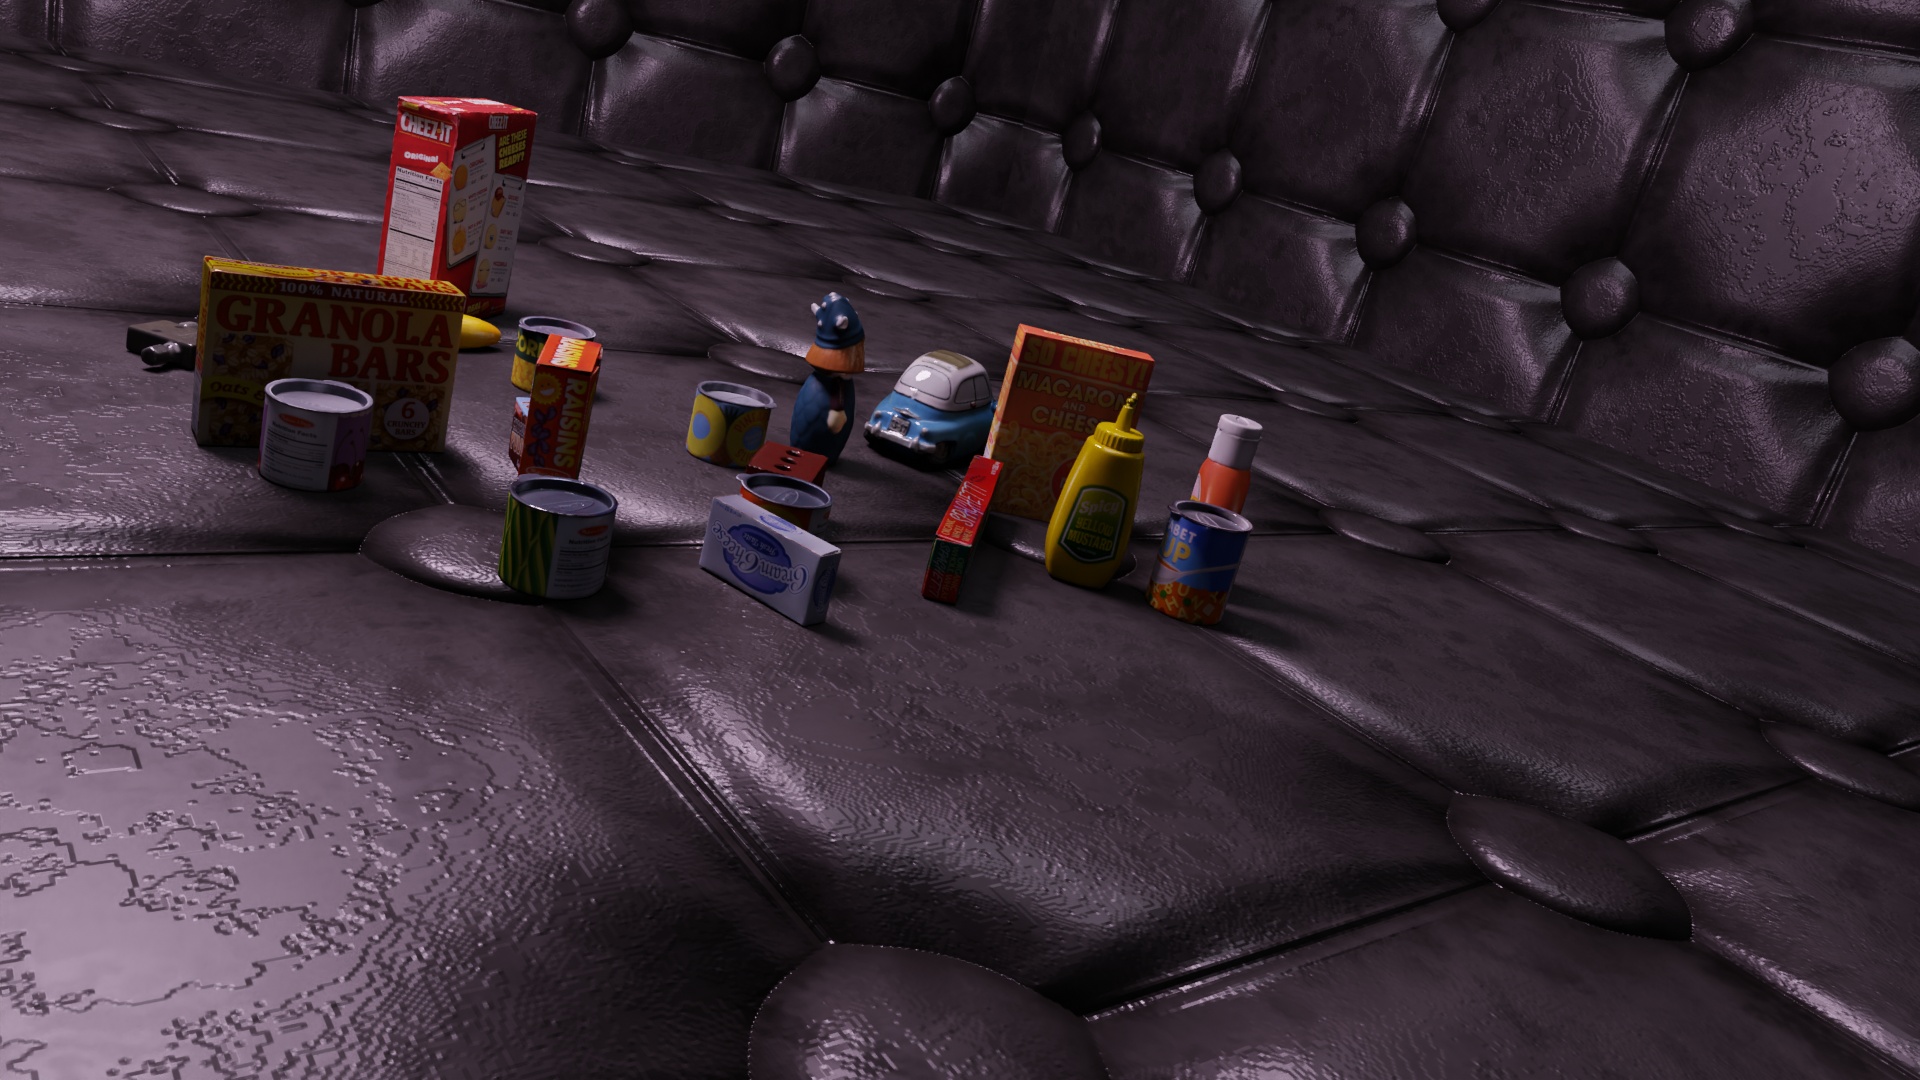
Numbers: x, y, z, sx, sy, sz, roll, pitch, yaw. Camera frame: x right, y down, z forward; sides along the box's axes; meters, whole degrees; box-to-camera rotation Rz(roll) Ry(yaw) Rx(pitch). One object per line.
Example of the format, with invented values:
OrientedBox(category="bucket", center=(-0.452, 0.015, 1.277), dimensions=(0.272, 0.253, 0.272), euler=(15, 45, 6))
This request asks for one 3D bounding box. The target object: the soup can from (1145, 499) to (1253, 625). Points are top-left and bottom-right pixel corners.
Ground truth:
OrientedBox(category="soup can", center=(0.189, 0.017, 1.121), dimensions=(0.071, 0.083, 0.071), euler=(14, 18, -4))

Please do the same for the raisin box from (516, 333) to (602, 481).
OrientedBox(category="raisin box", center=(-0.277, -0.071, 0.952), dimensions=(0.040, 0.123, 0.086), euler=(11, 19, -13))

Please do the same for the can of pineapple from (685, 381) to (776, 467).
OrientedBox(category="can of pineapple", center=(-0.198, -0.100, 1.200), dimensions=(0.071, 0.057, 0.071), euler=(14, 18, -4))

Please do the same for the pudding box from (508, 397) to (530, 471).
OrientedBox(category="pudding box", center=(-0.314, -0.072, 1.043), dimensions=(0.030, 0.049, 0.084), euler=(4, 21, -31))

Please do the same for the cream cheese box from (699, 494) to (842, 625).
OrientedBox(category="cream cheese box", center=(-0.129, 0.012, 0.936), dimensions=(0.104, 0.053, 0.024), euler=(26, 21, 30))

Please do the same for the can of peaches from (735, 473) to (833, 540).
OrientedBox(category="can of peaches", center=(-0.132, -0.010, 0.993), dimensions=(0.071, 0.058, 0.071), euler=(14, 18, -4))

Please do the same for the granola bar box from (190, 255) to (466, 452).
OrientedBox(category="granola bar box", center=(-0.448, -0.128, 0.986), dimensions=(0.166, 0.123, 0.039), euler=(0, 23, -39))

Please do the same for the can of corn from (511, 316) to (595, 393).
OrientedBox(category="can of corn", center=(-0.371, -0.166, 1.256), dimensions=(0.071, 0.058, 0.071), euler=(14, 18, -4))

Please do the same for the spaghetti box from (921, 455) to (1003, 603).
OrientedBox(category="spaghetti box", center=(0.004, -0.014, 1.120), dimensions=(0.029, 0.050, 0.251), euler=(16, 18, 2))

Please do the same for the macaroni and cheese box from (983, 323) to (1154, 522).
OrientedBox(category="macaroni and cheese box", center=(0.092, -0.100, 1.255), dimensions=(0.124, 0.165, 0.040), euler=(12, 18, -10))

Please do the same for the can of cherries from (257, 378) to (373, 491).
OrientedBox(category="can of cherries", center=(-0.433, -0.072, 0.936), dimensions=(0.071, 0.058, 0.072), euler=(14, 18, -4))

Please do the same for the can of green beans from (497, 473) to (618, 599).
OrientedBox(category="can of green beans", center=(-0.254, -0.002, 0.874), dimensions=(0.071, 0.057, 0.071), euler=(14, 18, -4))

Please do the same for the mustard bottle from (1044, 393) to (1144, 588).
OrientedBox(category="mustard bottle", center=(0.114, -0.042, 1.114), dimensions=(0.065, 0.159, 0.049), euler=(14, 18, -2))

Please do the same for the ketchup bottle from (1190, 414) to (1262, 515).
OrientedBox(category="ketchup bottle", center=(0.218, -0.032, 1.182), dimensions=(0.043, 0.148, 0.065), euler=(14, 18, -4))
